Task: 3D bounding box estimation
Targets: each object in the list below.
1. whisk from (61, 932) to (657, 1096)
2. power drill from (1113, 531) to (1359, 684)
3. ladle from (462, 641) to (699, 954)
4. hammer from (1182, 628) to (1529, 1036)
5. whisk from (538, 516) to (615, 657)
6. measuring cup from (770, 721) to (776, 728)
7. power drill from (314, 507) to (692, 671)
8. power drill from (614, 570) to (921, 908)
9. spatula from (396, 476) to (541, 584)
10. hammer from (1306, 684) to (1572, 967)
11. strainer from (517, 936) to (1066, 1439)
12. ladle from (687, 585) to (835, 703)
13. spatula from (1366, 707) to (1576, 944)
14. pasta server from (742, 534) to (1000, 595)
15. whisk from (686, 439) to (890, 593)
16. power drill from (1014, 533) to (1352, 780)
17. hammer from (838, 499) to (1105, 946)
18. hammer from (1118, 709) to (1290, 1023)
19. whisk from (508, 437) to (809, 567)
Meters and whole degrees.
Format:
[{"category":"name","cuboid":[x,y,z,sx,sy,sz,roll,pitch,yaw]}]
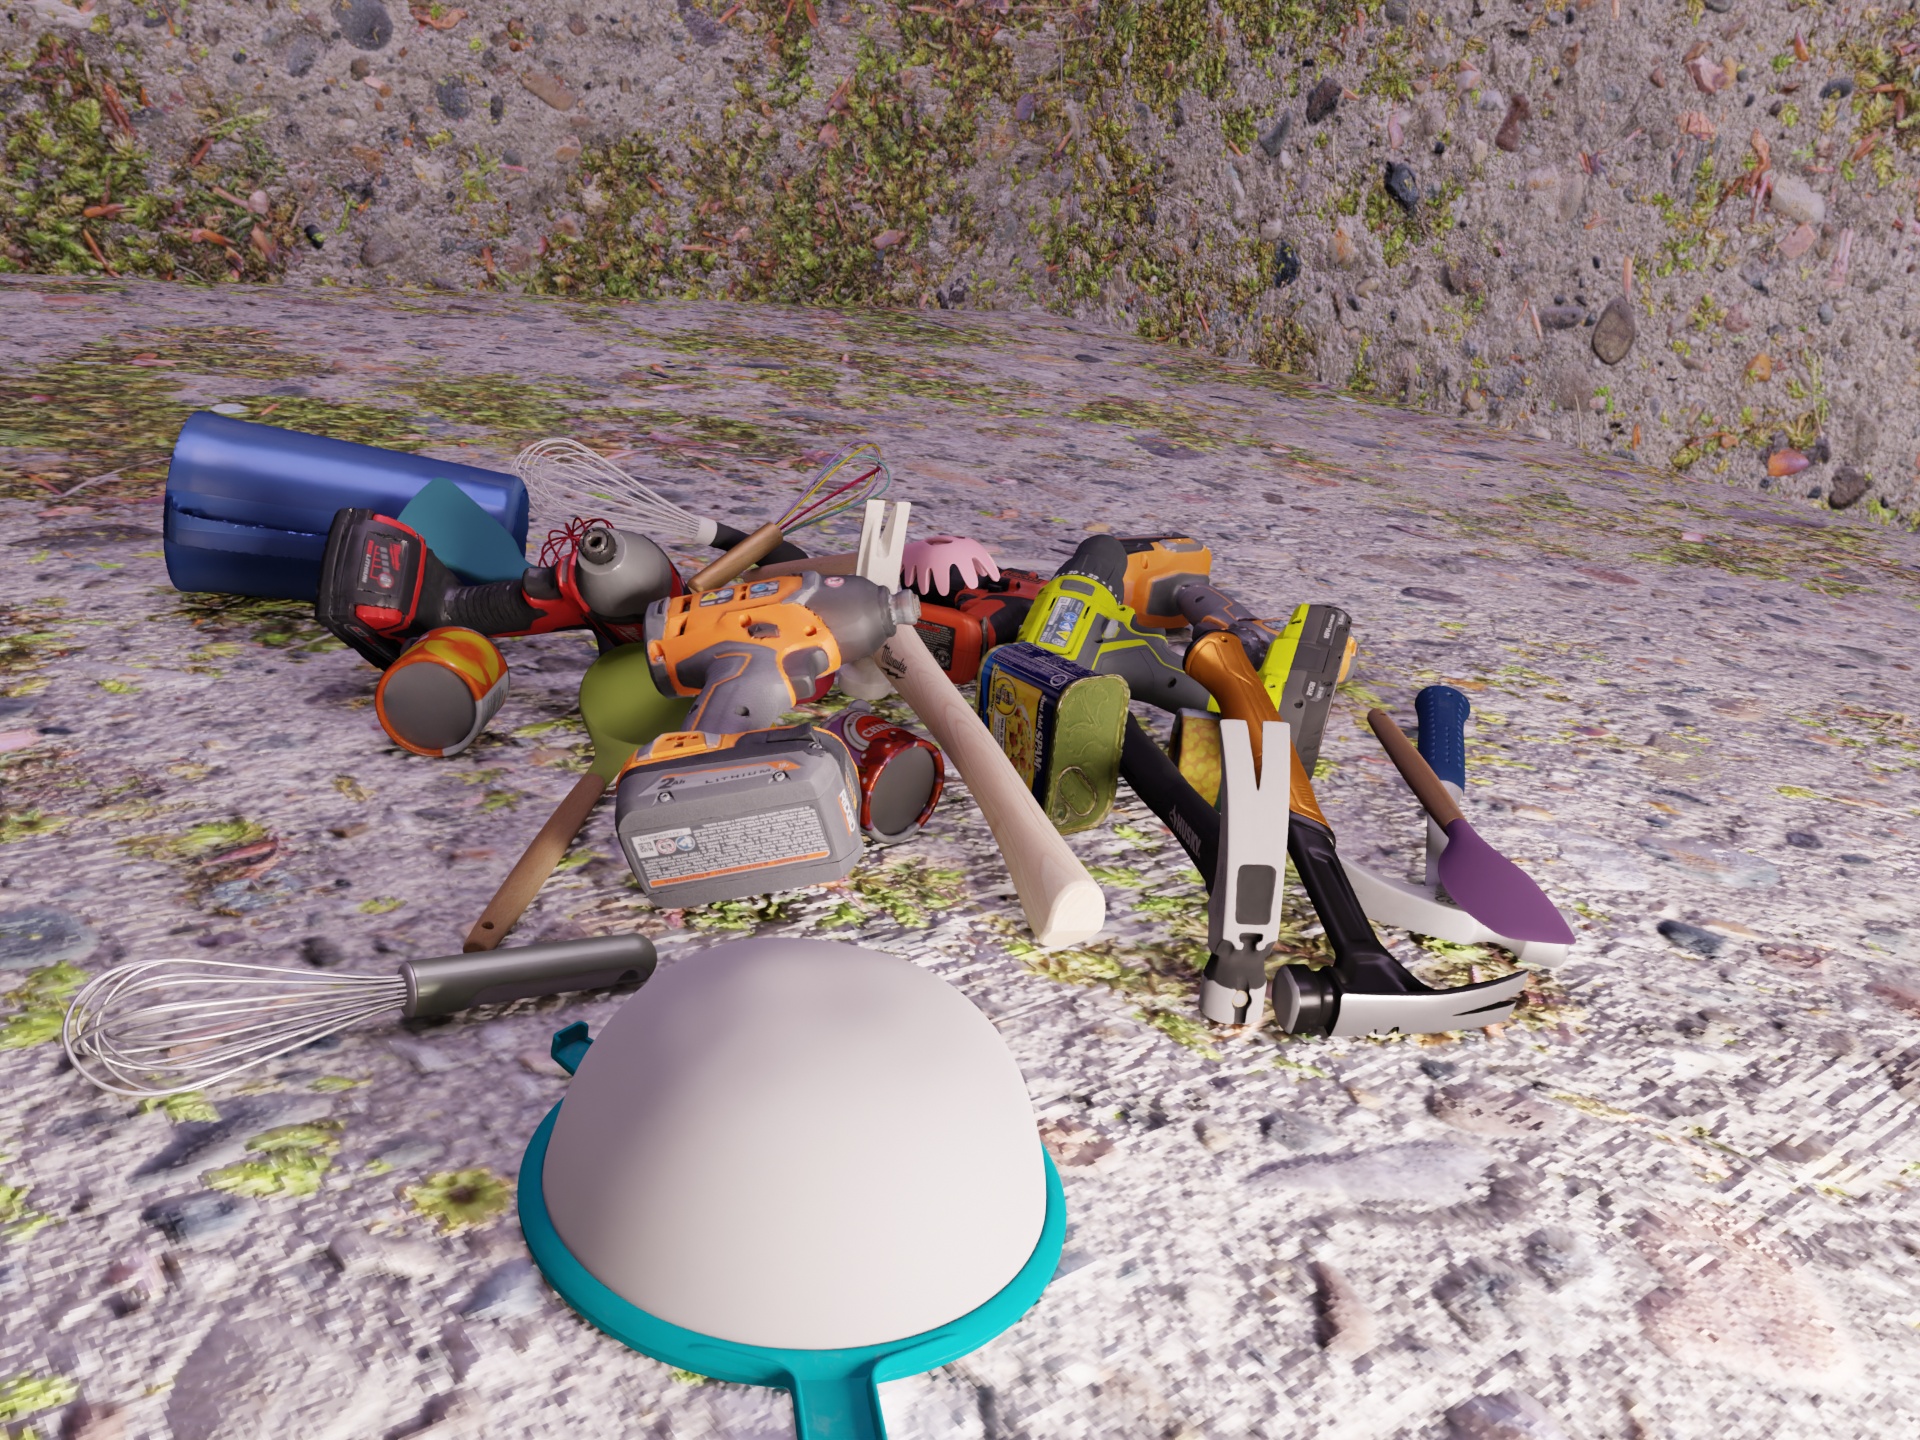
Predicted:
[{"category":"whisk","cuboid":[-0.245,0.118,0.683,0.246,0.057,0.059,-3,57,-34]},{"category":"power drill","cuboid":[0.188,-0.081,1.312,0.185,0.084,0.226,-9,30,-33]},{"category":"ladle","cuboid":[-0.211,0.036,0.887,0.078,0.062,0.320,16,23,-1]},{"category":"hammer","cuboid":[0.198,0.048,0.914,0.127,0.034,0.337,0,36,-10]},{"category":"whisk","cuboid":[-0.264,-0.078,1.171,0.073,0.073,0.296,-1,29,-22]},{"category":"measuring cup","cuboid":[-0.141,-0.004,1.065,0.062,0.029,0.157,-22,42,-10]},{"category":"power drill","cuboid":[-0.289,-0.084,1.025,0.219,0.079,0.143,0,-19,8]},{"category":"power drill","cuboid":[-0.102,-0.006,0.884,0.164,0.084,0.227,-10,36,5]},{"category":"spatula","cuboid":[-0.234,-0.098,1.121,0.317,0.044,0.082,14,39,1]},{"category":"hammer","cuboid":[0.318,0.049,1.068,0.144,0.035,0.405,13,21,12]},{"category":"strainer","cuboid":[-0.046,0.165,0.547,0.211,0.095,0.341,3,20,-13]},{"category":"ladle","cuboid":[-0.203,-0.089,1.221,0.069,0.031,0.316,-26,40,-31]},{"category":"spatula","cuboid":[0.292,0.055,0.966,0.059,0.018,0.316,7,22,-3]},{"category":"pasta server","cuboid":[-0.084,-0.117,1.257,0.060,0.040,0.316,-21,13,-37]},{"category":"whisk","cuboid":[-0.145,-0.170,1.379,0.051,0.047,0.245,49,56,-2]},{"category":"power drill","cuboid":[0.158,-0.052,1.151,0.228,0.080,0.191,14,46,14]},{"category":"hammer","cuboid":[-0.002,-0.003,0.973,0.038,0.146,0.411,0,27,-20]},{"category":"hammer","cuboid":[0.124,0.041,0.919,0.035,0.146,0.335,3,13,-7]},{"category":"whisk","cuboid":[-0.247,-0.170,1.345,0.284,0.070,0.070,17,12,-36]}]
